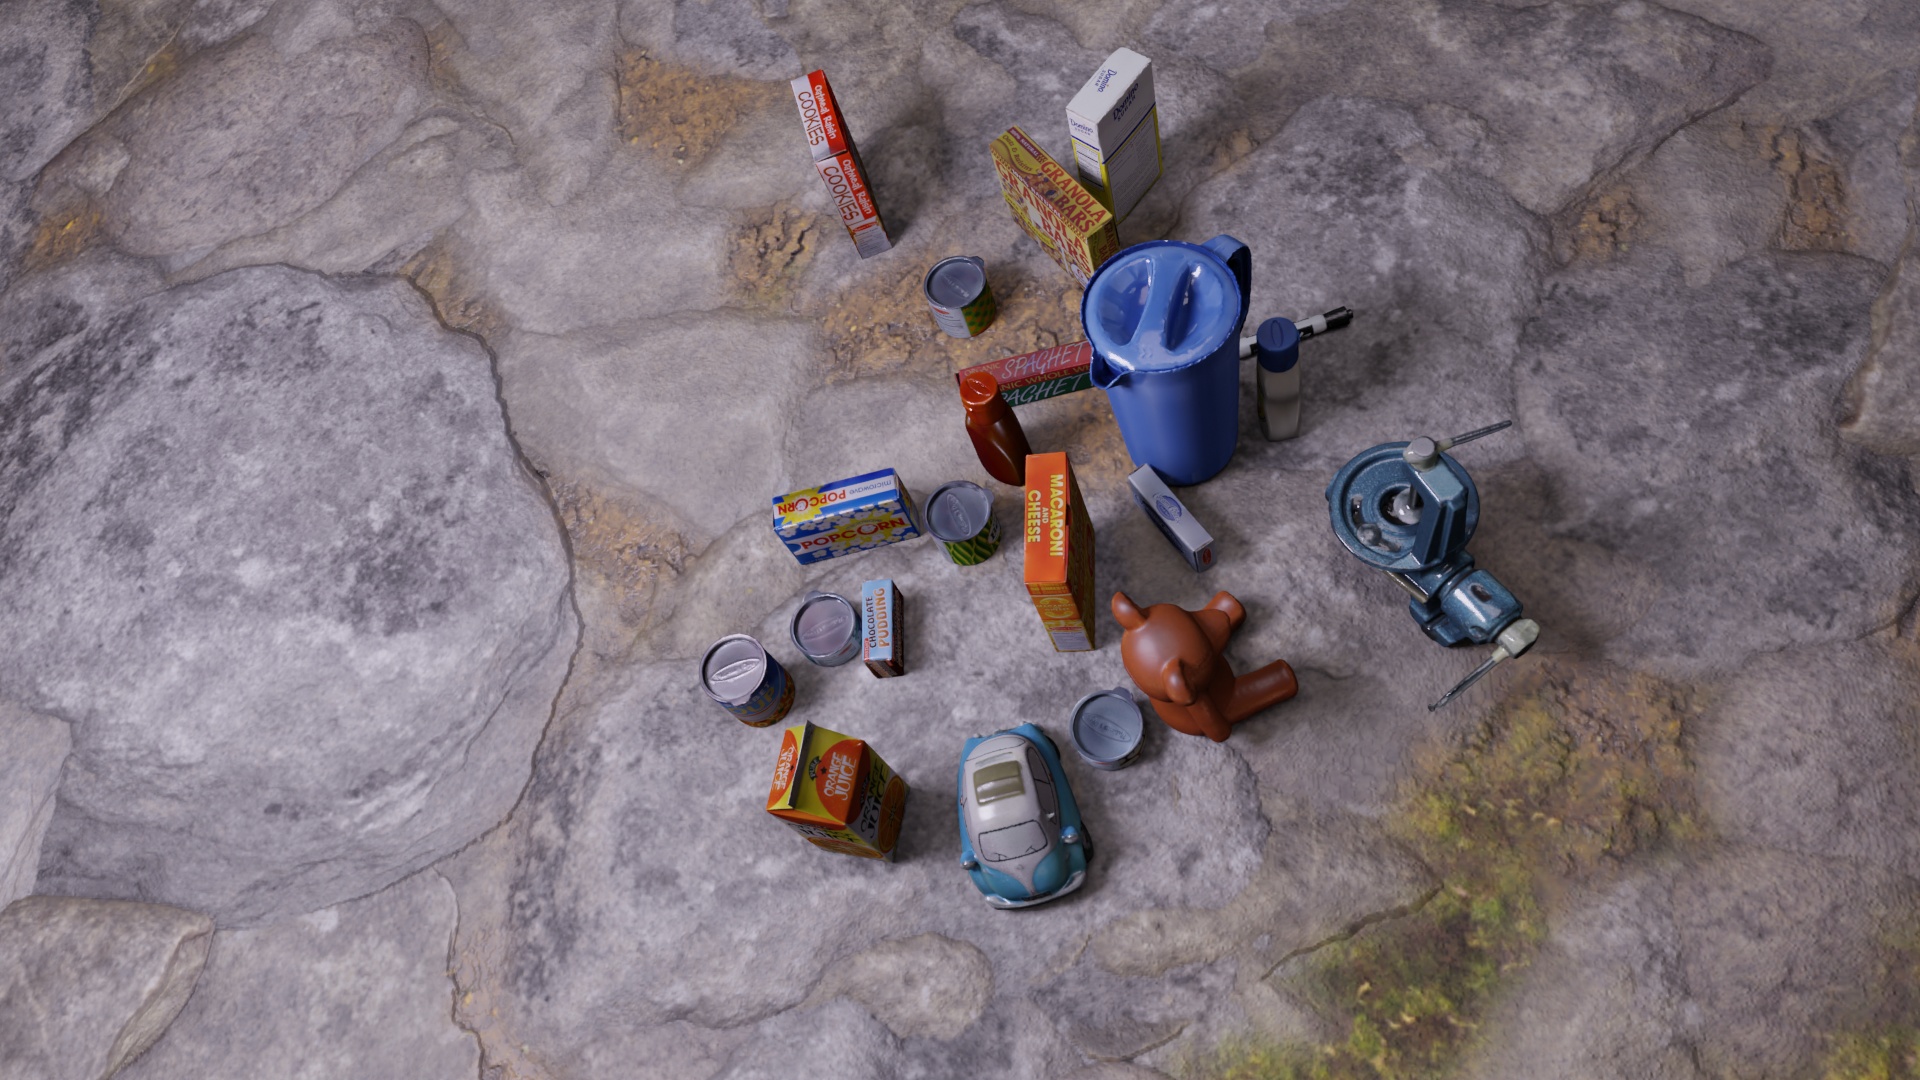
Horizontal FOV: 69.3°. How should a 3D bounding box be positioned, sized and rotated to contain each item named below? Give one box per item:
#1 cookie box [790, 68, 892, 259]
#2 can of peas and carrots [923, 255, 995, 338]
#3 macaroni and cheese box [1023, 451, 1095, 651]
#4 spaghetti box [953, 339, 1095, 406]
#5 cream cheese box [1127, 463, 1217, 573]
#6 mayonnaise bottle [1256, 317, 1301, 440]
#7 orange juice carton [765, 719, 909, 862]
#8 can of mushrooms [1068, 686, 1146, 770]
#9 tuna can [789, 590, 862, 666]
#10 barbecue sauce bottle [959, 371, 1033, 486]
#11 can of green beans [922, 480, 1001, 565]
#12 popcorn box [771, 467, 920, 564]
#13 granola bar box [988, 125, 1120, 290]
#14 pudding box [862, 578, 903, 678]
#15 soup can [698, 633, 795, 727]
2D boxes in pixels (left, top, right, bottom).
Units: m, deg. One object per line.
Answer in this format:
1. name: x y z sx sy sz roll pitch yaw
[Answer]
1. cookie box: -0.126 -0.403 1.494 0.040 0.167 0.123 -20 62 4
2. can of peas and carrots: 0.002 -0.256 1.453 0.071 0.058 0.071 -5 64 11
3. macaroni and cheese box: 0.091 0.013 1.241 0.040 0.166 0.124 -4 64 12
4. spaghetti box: 0.121 -0.175 1.390 0.250 0.050 0.029 -13 63 7
5. cream cheese box: 0.197 -0.020 1.295 0.024 0.053 0.104 -35 62 -4
6. mayonnaise bottle: 0.293 -0.151 1.281 0.041 0.147 0.065 -8 64 10
7. orange juice carton: -0.107 0.214 1.178 0.073 0.192 0.072 6 67 16
8. can of mushrooms: 0.132 0.167 1.232 0.071 0.033 0.071 -5 64 11
9. tuna can: -0.129 0.084 1.336 0.071 0.032 0.071 -5 64 11
10. barbecue sauce bottle: 0.032 -0.107 1.323 0.065 0.148 0.044 36 78 26
11. can of green beans: 0.003 -0.016 1.338 0.071 0.057 0.071 -5 64 11
12. popcorn box: -0.111 -0.023 1.354 0.127 0.085 0.038 -14 63 7
13. granola bar box: 0.102 -0.333 1.429 0.039 0.123 0.166 -37 62 -5
14. pudding box: -0.073 0.083 1.314 0.030 0.049 0.084 -7 64 11
15. soup can: -0.198 0.135 1.300 0.071 0.083 0.071 -5 64 11
